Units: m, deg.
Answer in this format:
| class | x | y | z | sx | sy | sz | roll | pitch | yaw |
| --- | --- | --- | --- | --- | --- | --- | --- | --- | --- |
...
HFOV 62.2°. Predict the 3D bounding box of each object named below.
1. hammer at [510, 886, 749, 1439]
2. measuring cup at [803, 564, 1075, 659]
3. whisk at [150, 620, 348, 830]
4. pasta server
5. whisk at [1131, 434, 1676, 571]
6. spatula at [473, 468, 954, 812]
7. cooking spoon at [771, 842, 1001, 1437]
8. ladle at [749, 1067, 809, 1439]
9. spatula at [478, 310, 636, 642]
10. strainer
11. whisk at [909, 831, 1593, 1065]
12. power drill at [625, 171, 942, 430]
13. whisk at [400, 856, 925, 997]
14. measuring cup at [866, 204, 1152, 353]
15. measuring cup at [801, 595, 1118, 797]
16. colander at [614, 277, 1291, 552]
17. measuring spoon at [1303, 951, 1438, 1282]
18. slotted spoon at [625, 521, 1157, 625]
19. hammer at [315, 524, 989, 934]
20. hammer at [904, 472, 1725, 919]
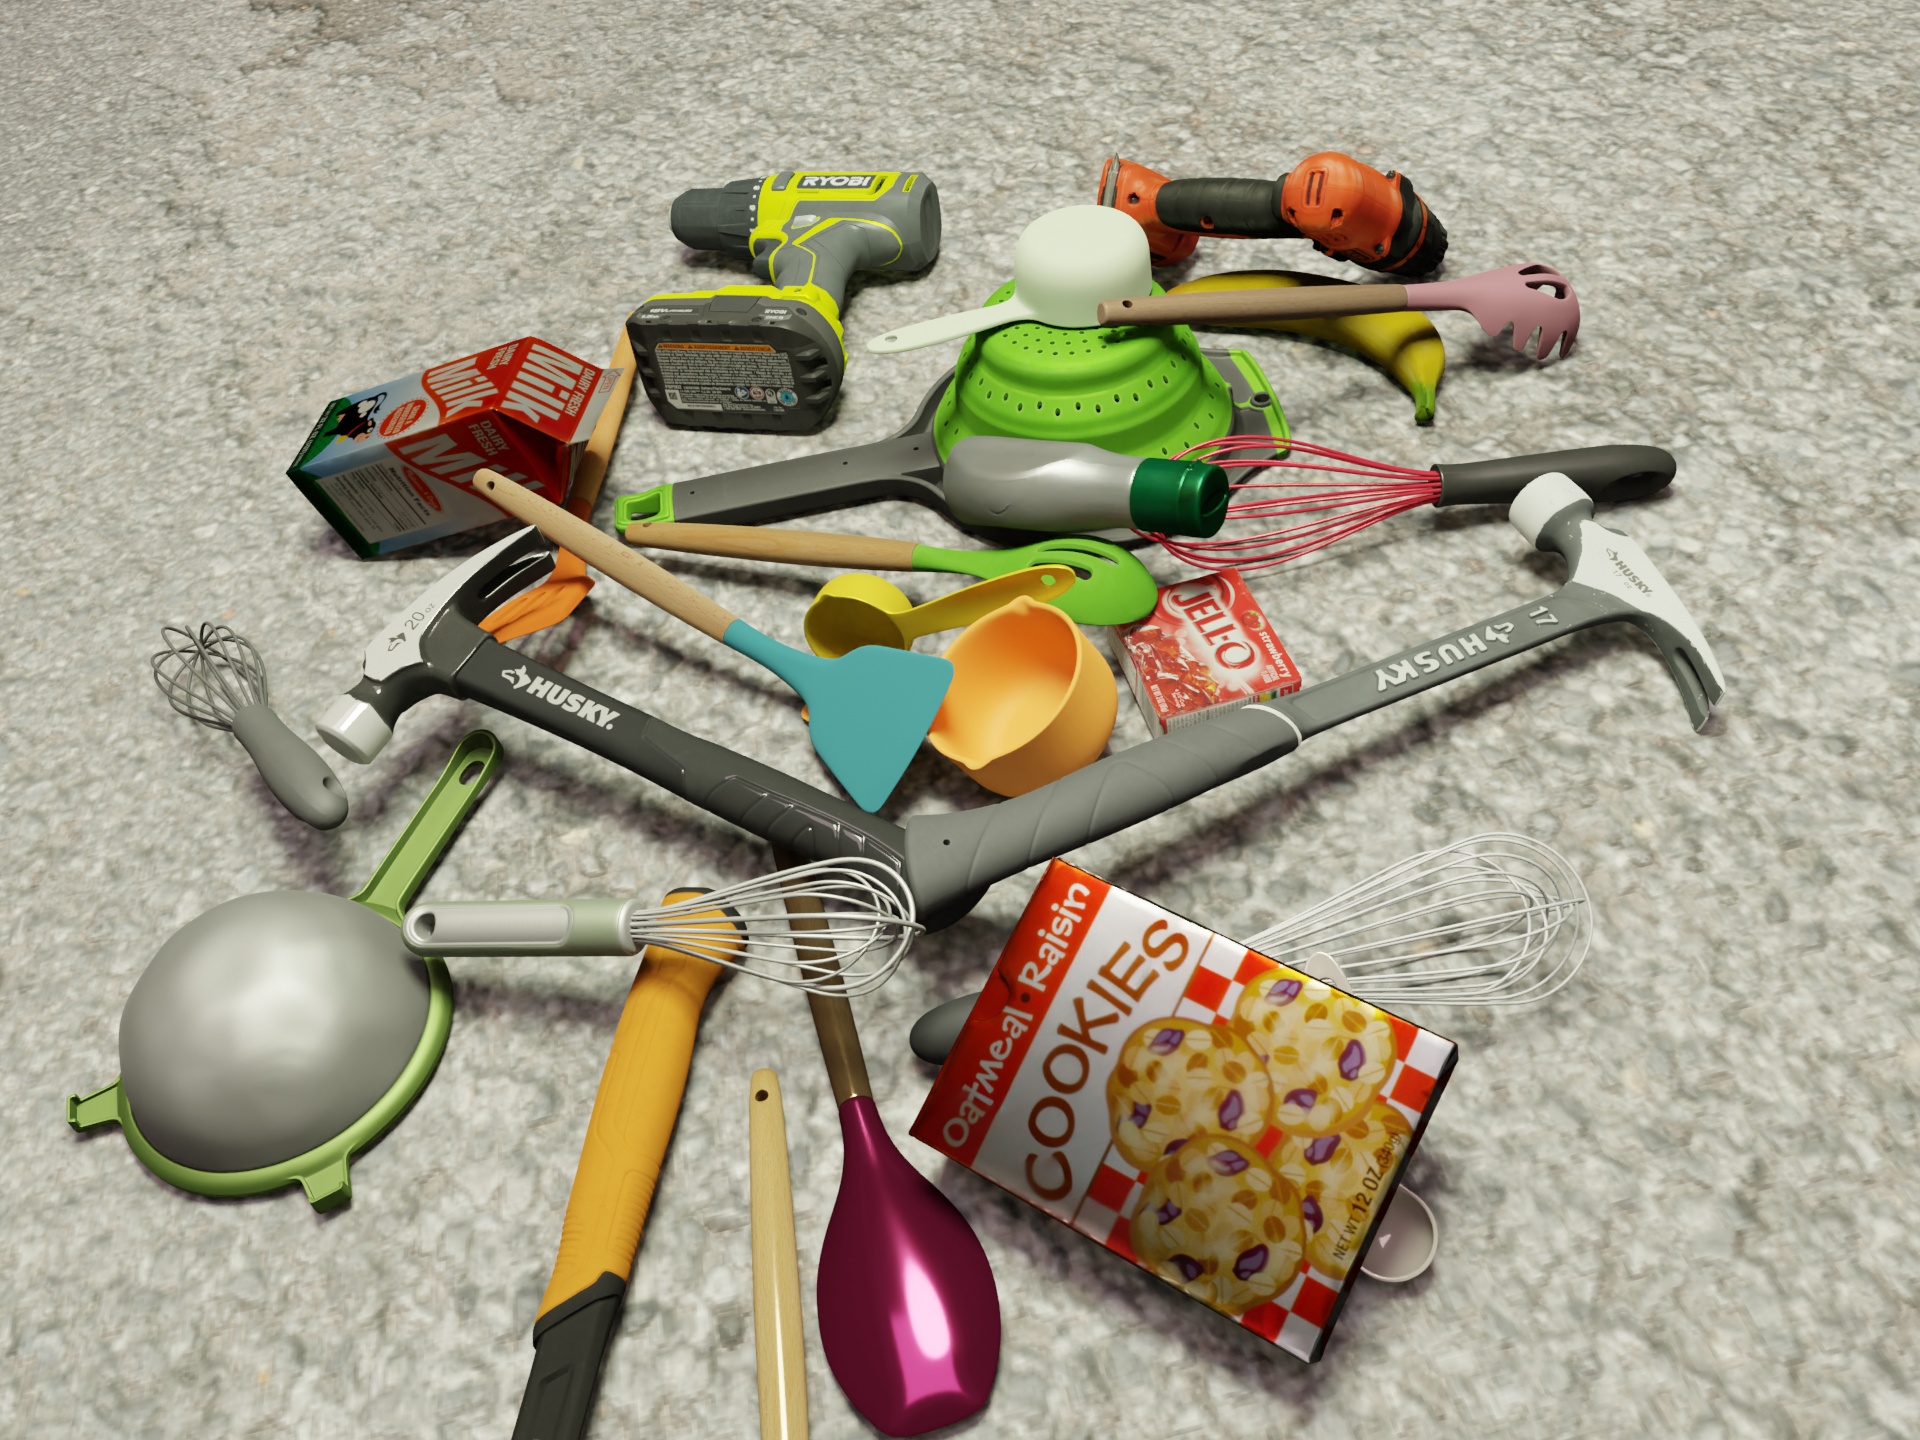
| class | x | y | z | sx | sy | sz | roll | pitch | yaw |
| --- | --- | --- | --- | --- | --- | --- | --- | --- | --- |
| hammer | -0.149 | 0.207 | 0.621 | 0.127 | 0.034 | 0.337 | 2 | 48 | 10 |
| measuring cup | -0.009 | -0.061 | 0.800 | 0.156 | 0.062 | 0.029 | -14 | 36 | 30 |
| whisk | -0.364 | 0.000 | 0.816 | 0.055 | 0.055 | 0.239 | -36 | 41 | -22 |
| pasta server | 0.221 | -0.231 | 0.896 | 0.316 | 0.040 | 0.060 | -8 | 59 | -18 |
| whisk | 0.233 | -0.123 | 0.843 | 0.296 | 0.073 | 0.073 | -5 | 47 | -1 |
| spatula | -0.141 | -0.061 | 0.820 | 0.318 | 0.044 | 0.082 | 30 | 93 | 20 |
| cooking spoon | -0.050 | 0.141 | 0.673 | 0.068 | 0.017 | 0.319 | -17 | 47 | -5 |
| ladle | -0.063 | 0.259 | 0.562 | 0.069 | 0.031 | 0.316 | -10 | 45 | 0 |
| spatula | -0.228 | -0.151 | 0.952 | 0.081 | 0.041 | 0.323 | -14 | 47 | 21 |
| strainer | -0.289 | 0.087 | 0.730 | 0.151 | 0.069 | 0.256 | 11 | 52 | 19 |
| whisk | 0.117 | 0.106 | 0.656 | 0.284 | 0.070 | 0.070 | -13 | 47 | 5 |
| power drill | -0.130 | -0.290 | 1.049 | 0.190 | 0.080 | 0.229 | 5 | 46 | 15 |
| whisk | -0.132 | 0.088 | 0.674 | 0.246 | 0.059 | 0.058 | -3 | 73 | 18 |
| measuring cup | 0.025 | -0.238 | 0.864 | 0.167 | 0.038 | 0.083 | -20 | 47 | -12 |
| measuring cup | -0.001 | -0.003 | 0.784 | 0.174 | 0.052 | 0.095 | -7 | 56 | 38 |
| colander | -0.012 | -0.181 | 0.912 | 0.397 | 0.094 | 0.205 | -11 | 47 | -1 |
| measuring spoon | 0.152 | 0.149 | 0.607 | 0.034 | 0.018 | 0.124 | -15 | 67 | 13 |
| slotted spoon | -0.047 | -0.088 | 0.851 | 0.314 | 0.031 | 0.070 | 8 | 39 | 23 |
| hammer | -0.135 | 0.013 | 0.754 | 0.335 | 0.035 | 0.146 | 23 | 62 | 20 |
| hammer | 0.159 | 0.001 | 0.720 | 0.409 | 0.036 | 0.149 | -21 | 56 | -17 |
